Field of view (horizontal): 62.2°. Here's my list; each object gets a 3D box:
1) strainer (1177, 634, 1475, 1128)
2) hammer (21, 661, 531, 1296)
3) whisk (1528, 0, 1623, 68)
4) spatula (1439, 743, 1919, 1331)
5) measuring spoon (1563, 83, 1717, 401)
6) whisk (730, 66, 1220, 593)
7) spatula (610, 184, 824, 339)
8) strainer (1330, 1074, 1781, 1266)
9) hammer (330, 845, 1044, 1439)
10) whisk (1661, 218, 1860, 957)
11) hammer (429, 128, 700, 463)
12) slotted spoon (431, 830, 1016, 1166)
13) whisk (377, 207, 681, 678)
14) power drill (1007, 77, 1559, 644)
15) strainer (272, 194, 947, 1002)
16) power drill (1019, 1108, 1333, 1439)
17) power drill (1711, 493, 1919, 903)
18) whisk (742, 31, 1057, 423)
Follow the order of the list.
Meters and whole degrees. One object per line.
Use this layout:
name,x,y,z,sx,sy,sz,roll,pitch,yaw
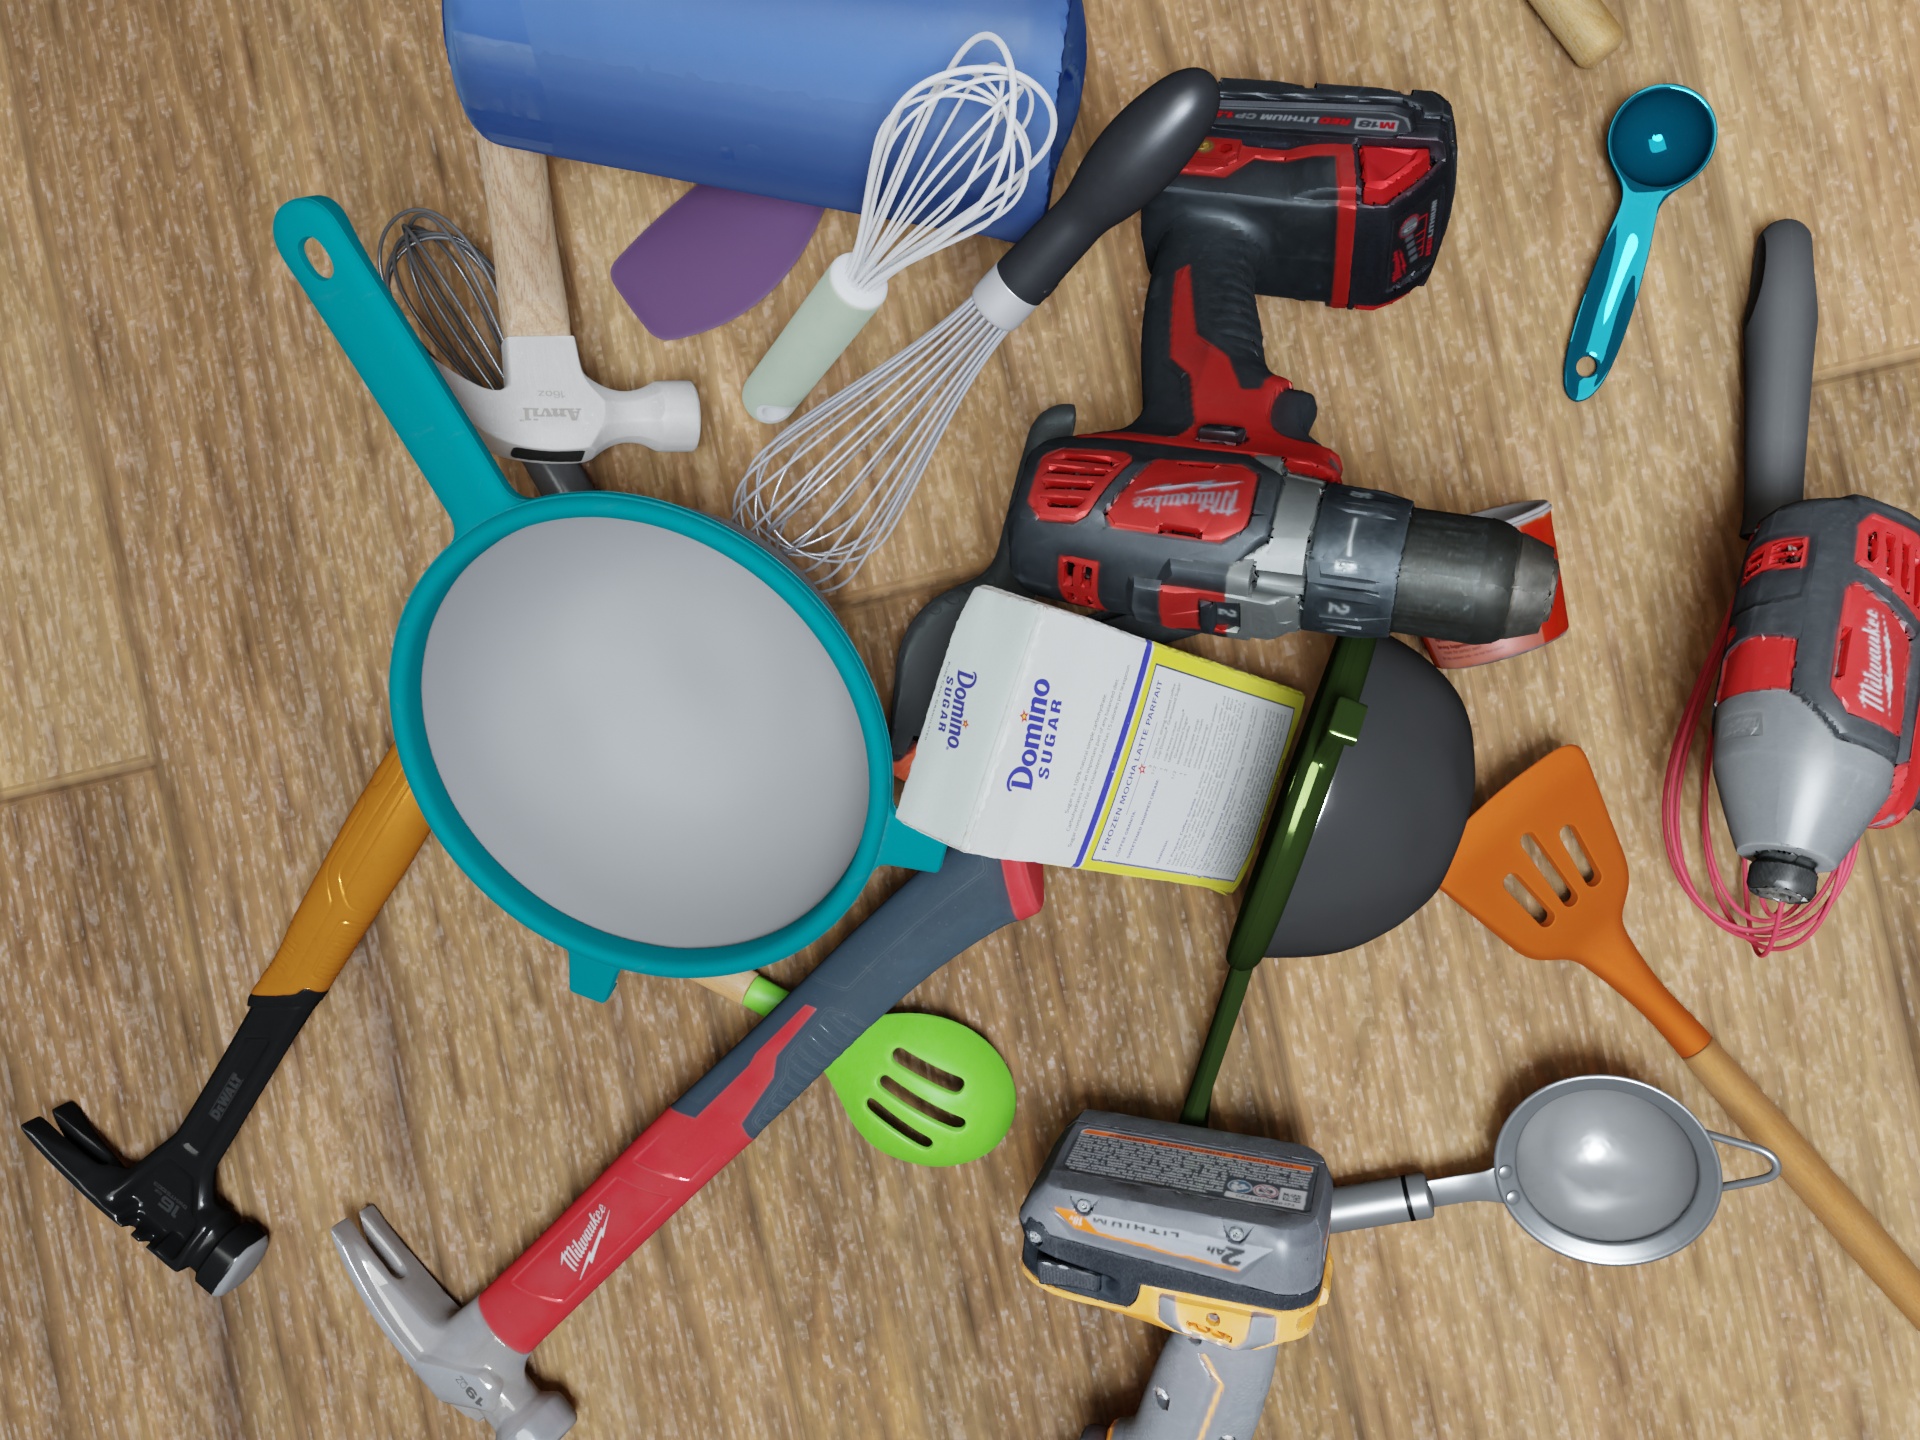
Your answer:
strainer,0.147,0.081,0.634,0.069,0.151,0.256,18,116,11
hammer,-0.305,0.103,0.735,0.127,0.034,0.337,36,100,6
whisk,0.195,-0.372,0.653,0.047,0.051,0.245,-37,89,2
spatula,0.319,0.153,0.646,0.081,0.041,0.322,-41,86,1
measuring spoon,0.274,-0.196,0.660,0.042,0.021,0.128,16,103,7
whisk,-0.002,-0.145,0.625,0.284,0.070,0.070,-40,85,35
spatula,-0.024,-0.279,0.700,0.316,0.018,0.060,-38,88,9
strainer,0.200,0.196,0.667,0.258,0.050,0.087,-14,100,15
hammer,-0.117,0.162,0.694,0.386,0.038,0.143,-45,82,14
whisk,0.322,-0.054,0.633,0.073,0.073,0.296,3,87,9
hammer,-0.202,-0.273,0.697,0.130,0.031,0.331,-6,81,-22
slotted spoon,-0.118,0.112,0.722,0.314,0.031,0.070,27,100,9
whisk,-0.192,-0.123,0.718,0.055,0.055,0.239,-30,92,8
power drill,0.133,-0.128,0.592,0.188,0.080,0.227,10,64,16
strainer,-0.150,-0.058,0.646,0.211,0.095,0.340,-24,106,23
power drill,0.063,0.283,0.663,0.185,0.084,0.226,5,104,17
power drill,0.370,0.022,0.570,0.219,0.078,0.143,21,75,-11
whisk,-0.036,-0.175,0.615,0.057,0.246,0.059,-1,75,-28
